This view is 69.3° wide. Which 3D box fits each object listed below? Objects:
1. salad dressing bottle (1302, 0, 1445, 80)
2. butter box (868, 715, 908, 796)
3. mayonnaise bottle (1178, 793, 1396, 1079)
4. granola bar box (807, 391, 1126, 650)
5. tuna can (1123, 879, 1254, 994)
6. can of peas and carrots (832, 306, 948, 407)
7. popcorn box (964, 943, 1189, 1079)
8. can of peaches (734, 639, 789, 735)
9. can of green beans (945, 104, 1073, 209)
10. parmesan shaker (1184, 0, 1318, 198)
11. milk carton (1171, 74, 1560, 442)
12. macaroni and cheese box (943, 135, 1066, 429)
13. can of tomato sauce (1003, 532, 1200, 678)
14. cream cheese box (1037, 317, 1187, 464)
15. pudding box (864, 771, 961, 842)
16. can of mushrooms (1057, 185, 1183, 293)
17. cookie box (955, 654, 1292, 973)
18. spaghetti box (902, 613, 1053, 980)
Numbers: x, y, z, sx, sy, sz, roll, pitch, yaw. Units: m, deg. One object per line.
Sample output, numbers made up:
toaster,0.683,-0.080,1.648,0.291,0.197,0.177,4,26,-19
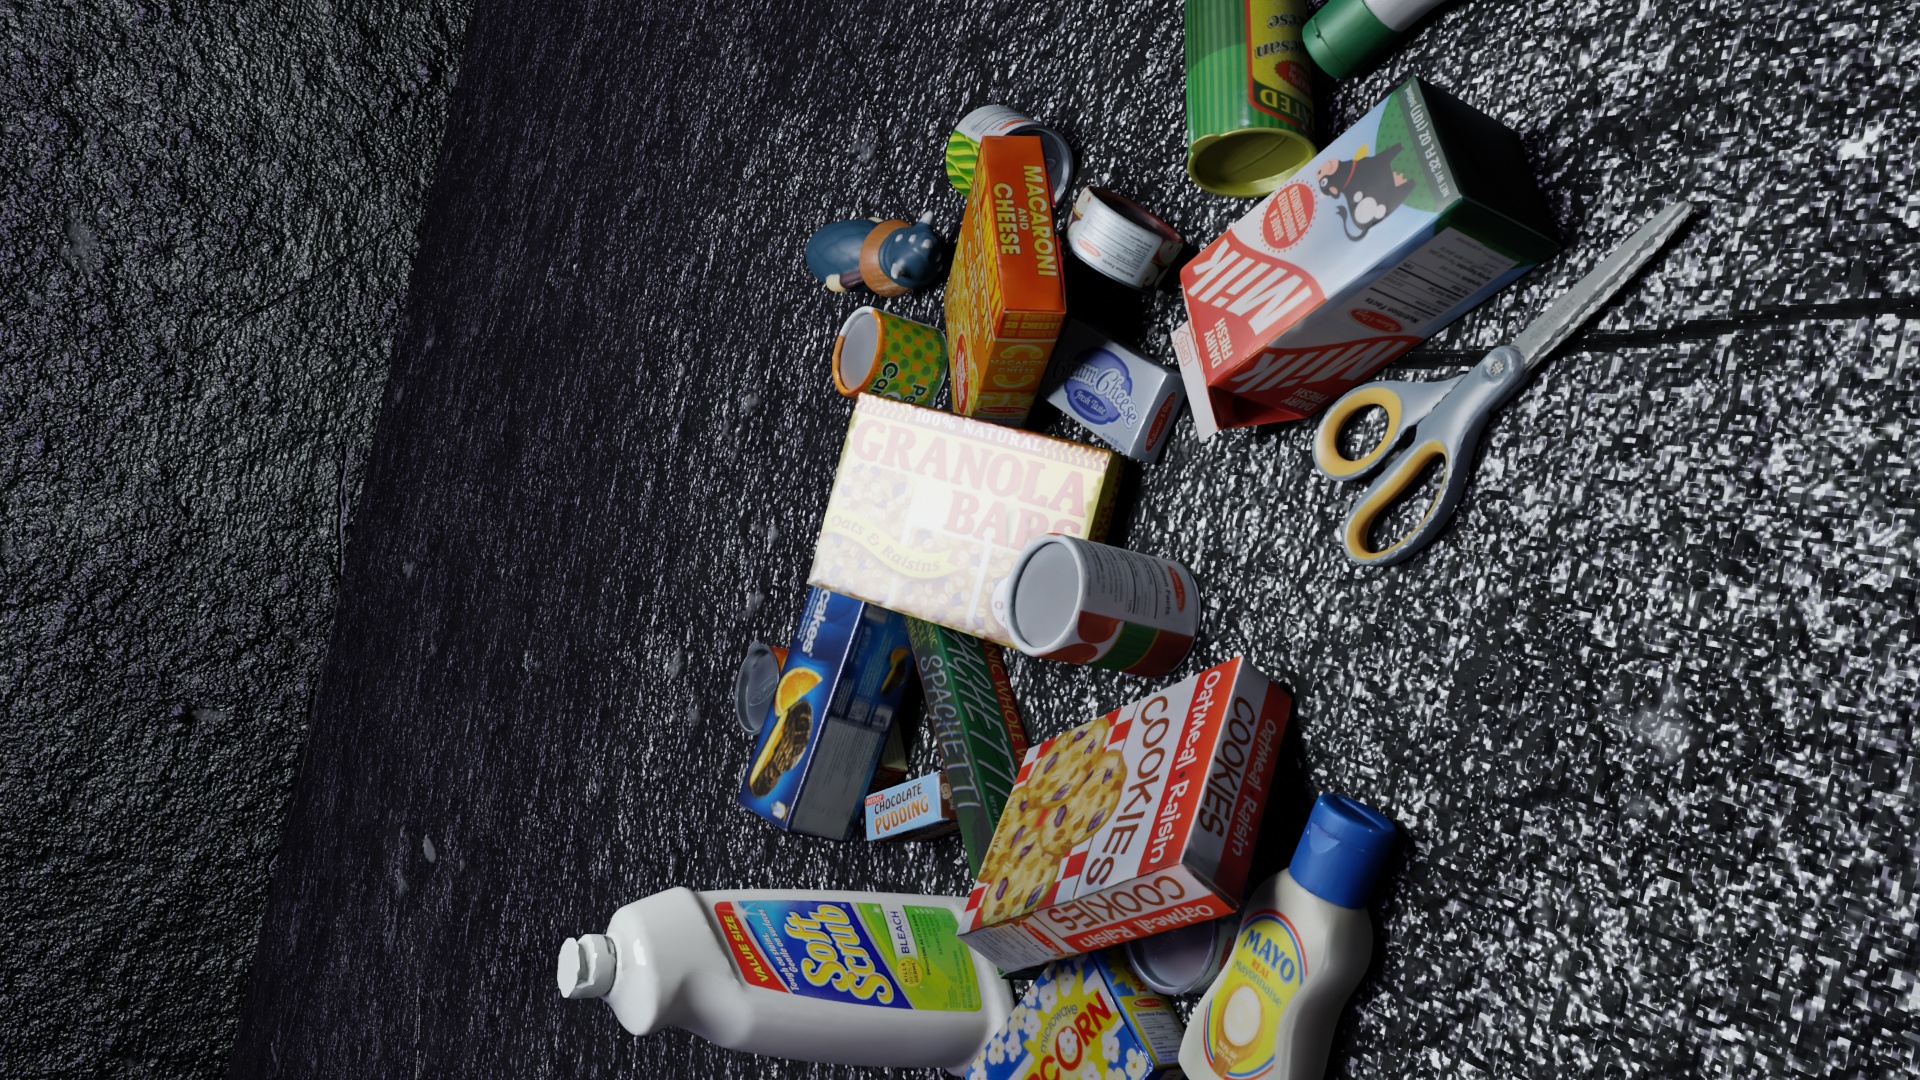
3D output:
salad dressing bottle,0.228,-0.280,0.658,0.147,0.044,0.064,-36,53,45
butter box,-0.067,0.124,0.962,0.053,0.024,0.104,-43,47,38
mayonnaise bottle,0.148,0.186,0.618,0.065,0.041,0.147,34,108,54
granola bar box,0.003,-0.010,0.823,0.165,0.039,0.124,16,92,23
tuna can,0.111,0.185,0.679,0.071,0.033,0.071,-23,61,50
can of peas and carrots,-0.051,-0.126,0.990,0.070,0.059,0.071,-23,61,50
popcorn box,0.061,0.273,0.717,0.126,0.038,0.085,-58,40,24
can of peaches,-0.125,0.110,1.018,0.071,0.058,0.071,-24,60,50
can of green beans,0.031,-0.245,0.907,0.058,0.071,0.071,47,118,51
parmesan shaker,0.150,-0.243,0.731,0.071,0.071,0.103,-20,63,51
milk carton,0.172,-0.121,0.658,0.189,0.073,0.072,-38,50,43
macaroni and cheese box,0.024,-0.144,0.846,0.165,0.040,0.124,110,157,-63
can of tomato sauce,0.074,0.036,0.737,0.071,0.083,0.071,-23,61,50
cream cheese box,0.089,-0.089,0.810,0.104,0.024,0.053,43,113,52
pudding box,-0.017,0.165,0.854,0.083,0.050,0.030,-28,59,48
can of mushrooms,0.092,-0.174,0.798,0.033,0.071,0.071,-60,38,24
cookie box,0.080,0.138,0.686,0.166,0.040,0.123,-33,22,45
spaghetti box,0.017,0.134,0.816,0.028,0.050,0.251,-47,44,34
